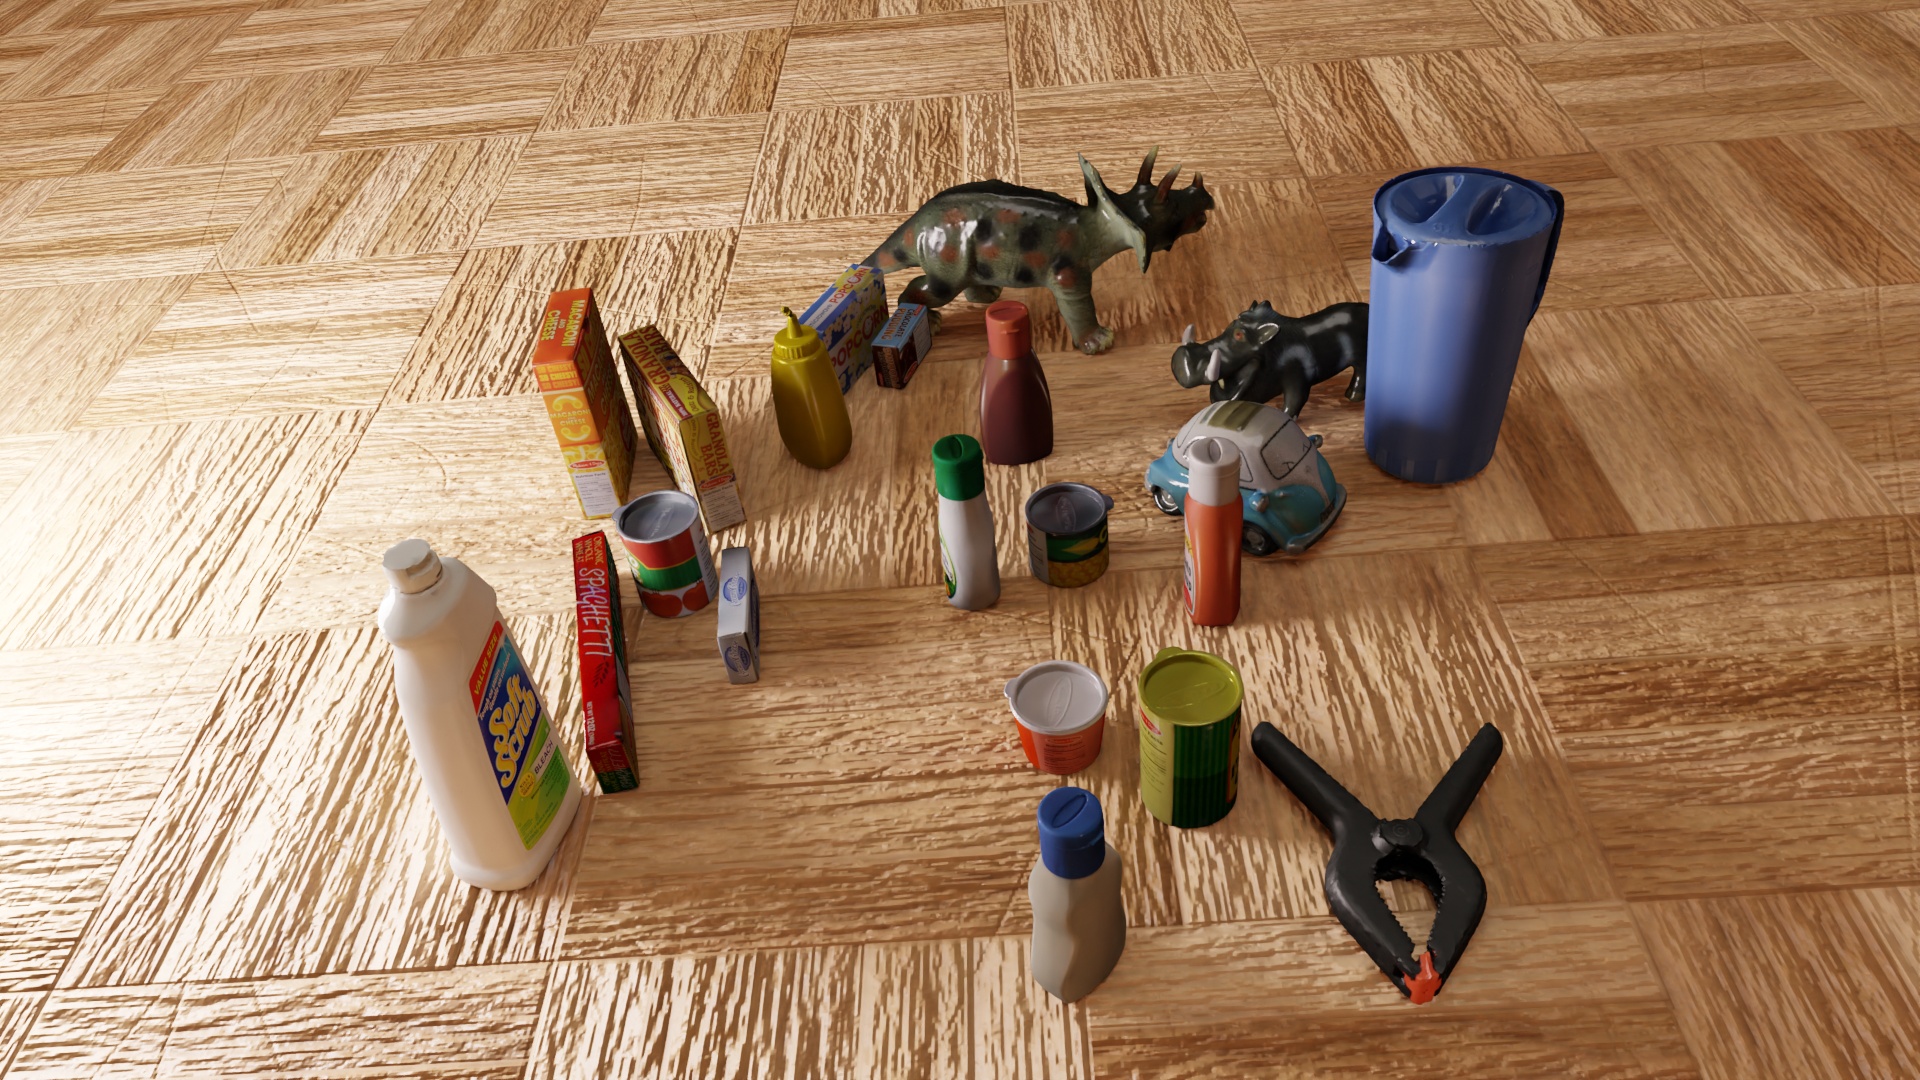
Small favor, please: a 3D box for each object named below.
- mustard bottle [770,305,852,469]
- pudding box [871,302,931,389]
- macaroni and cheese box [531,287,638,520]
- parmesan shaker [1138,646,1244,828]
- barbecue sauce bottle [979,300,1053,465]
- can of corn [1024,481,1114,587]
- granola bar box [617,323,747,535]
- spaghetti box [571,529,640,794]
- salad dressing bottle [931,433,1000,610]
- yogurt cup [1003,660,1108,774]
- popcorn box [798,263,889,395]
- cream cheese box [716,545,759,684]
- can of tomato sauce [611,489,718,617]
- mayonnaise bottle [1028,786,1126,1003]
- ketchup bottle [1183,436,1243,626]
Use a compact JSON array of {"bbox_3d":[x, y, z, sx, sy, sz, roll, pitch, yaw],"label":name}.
[{"bbox_3d":[-0.137,-0.139,1.232,0.065,0.159,0.049,23,48,31],"label":"mustard bottle"},{"bbox_3d":[-0.057,-0.193,1.371,0.030,0.049,0.084,8,42,18],"label":"pudding box"},{"bbox_3d":[-0.329,-0.122,1.233,0.040,0.165,0.124,-7,40,0],"label":"macaroni and cheese box"},{"bbox_3d":[0.150,0.130,0.913,0.071,0.102,0.072,-4,40,3],"label":"parmesan shaker"},{"bbox_3d":[0.046,-0.136,1.211,0.065,0.147,0.044,-10,40,-4],"label":"barbecue sauce bottle"},{"bbox_3d":[0.089,-0.005,1.117,0.071,0.058,0.071,-4,40,3],"label":"can of corn"},{"bbox_3d":[-0.248,-0.099,1.228,0.039,0.123,0.166,-23,42,-18],"label":"granola bar box"},{"bbox_3d":[-0.274,0.086,1.067,0.029,0.050,0.251,-14,40,-8],"label":"spaghetti box"},{"bbox_3d":[0.004,-0.013,1.070,0.044,0.146,0.064,-8,40,-2],"label":"salad dressing bottle"},{"bbox_3d":[0.070,0.125,0.967,0.072,0.053,0.073,-4,40,3],"label":"yogurt cup"},{"bbox_3d":[-0.115,-0.203,1.363,0.038,0.084,0.127,13,43,22],"label":"popcorn box"},{"bbox_3d":[-0.172,0.058,1.084,0.024,0.053,0.104,-8,40,-1],"label":"cream cheese box"},{"bbox_3d":[-0.238,0.011,1.125,0.071,0.082,0.071,-4,40,3],"label":"can of tomato sauce"},{"bbox_3d":[0.066,0.202,0.802,0.041,0.147,0.065,27,51,34],"label":"mayonnaise bottle"},{"bbox_3d":[0.189,-0.008,1.037,0.043,0.148,0.065,-2,40,6],"label":"ketchup bottle"}]
